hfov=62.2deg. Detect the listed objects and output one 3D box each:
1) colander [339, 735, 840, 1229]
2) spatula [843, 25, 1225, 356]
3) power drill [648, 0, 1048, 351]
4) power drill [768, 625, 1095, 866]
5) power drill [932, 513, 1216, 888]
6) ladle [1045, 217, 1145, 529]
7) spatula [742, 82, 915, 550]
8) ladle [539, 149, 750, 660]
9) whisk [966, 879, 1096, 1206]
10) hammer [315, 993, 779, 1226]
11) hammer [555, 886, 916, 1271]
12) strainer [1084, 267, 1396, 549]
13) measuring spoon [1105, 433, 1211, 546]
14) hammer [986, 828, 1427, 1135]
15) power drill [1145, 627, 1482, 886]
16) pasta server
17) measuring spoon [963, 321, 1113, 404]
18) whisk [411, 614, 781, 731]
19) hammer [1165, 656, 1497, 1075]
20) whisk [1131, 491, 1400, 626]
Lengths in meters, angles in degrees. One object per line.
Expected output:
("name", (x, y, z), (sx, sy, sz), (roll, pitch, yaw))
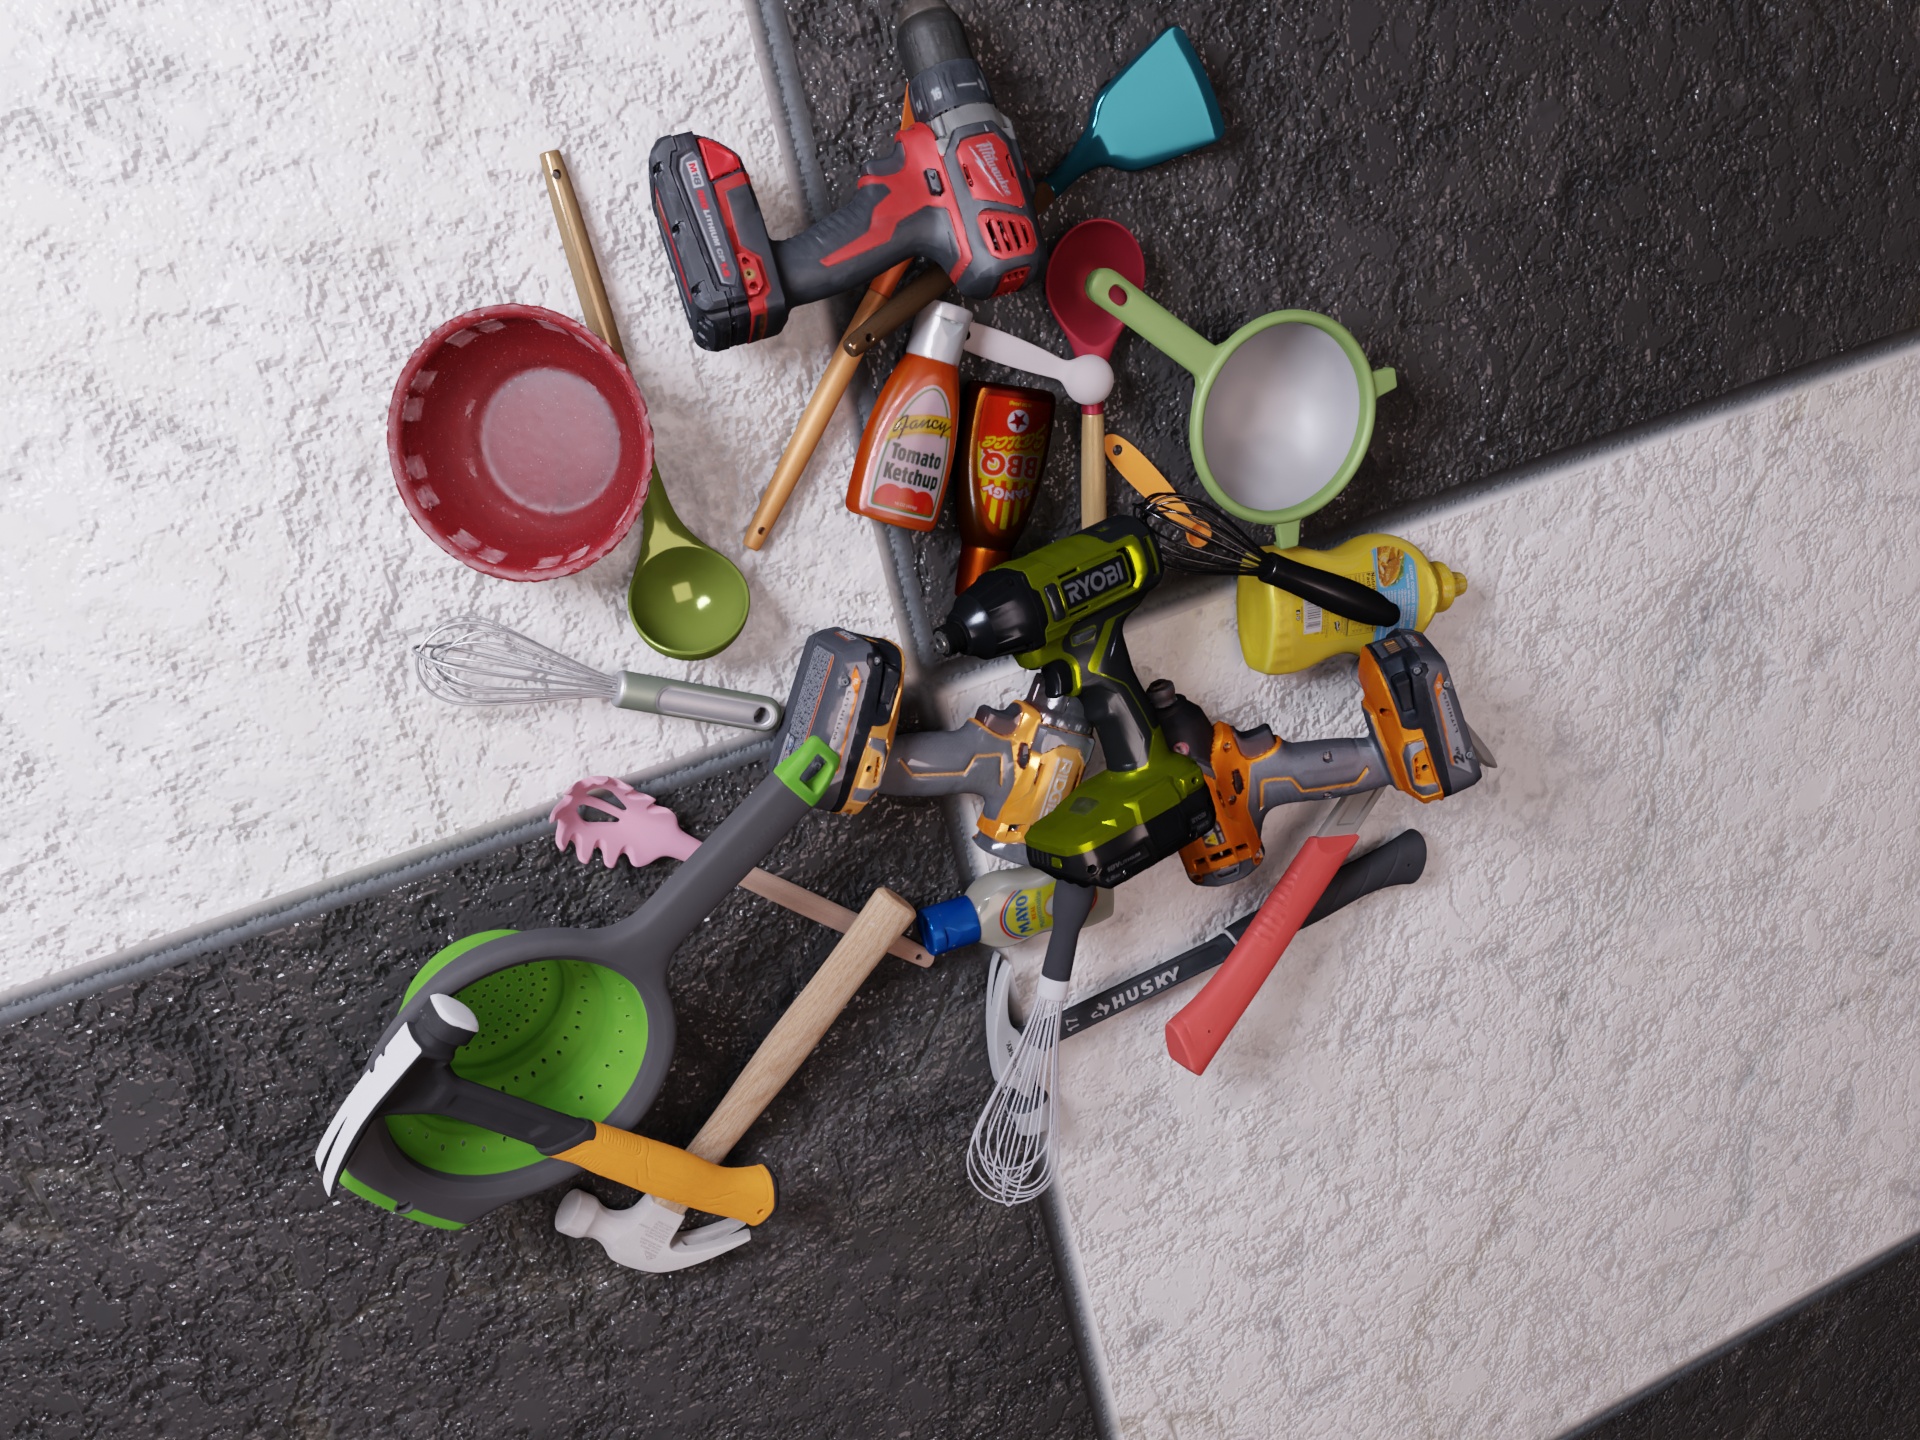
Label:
("colander", (-0.238, 0.145, 1.031), (0.397, 0.095, 0.204), (-46, 134, -3))
("spatula", (0.044, -0.334, 1.040), (0.317, 0.044, 0.082), (-43, 121, -18))
("power drill", (-0.072, -0.332, 0.967), (0.226, 0.080, 0.188), (-17, 88, -11))
("power drill", (-0.002, -0.004, 1.113), (0.226, 0.084, 0.185), (15, 98, -30))
("power drill", (0.079, -0.008, 1.078), (0.171, 0.080, 0.223), (-27, 108, -26))
("ladle", (0.096, -0.191, 1.127), (0.069, 0.031, 0.315), (-3, 109, -4))
("spatula", (-0.067, -0.258, 1.044), (0.081, 0.041, 0.322), (25, 98, -26))
("ladle", (-0.204, -0.190, 0.988), (0.078, 0.062, 0.320), (-20, 109, -16))
("whisk", (0.063, 0.227, 1.178), (0.070, 0.070, 0.284), (8, 100, -24))
("hammer", (-0.241, 0.281, 1.024), (0.127, 0.034, 0.336), (-52, 134, 2))
("hammer", (-0.141, 0.260, 1.142), (0.130, 0.031, 0.331), (35, 94, -28))
("strainer", (0.177, -0.243, 1.122), (0.256, 0.069, 0.151), (29, 96, -27))
("measuring spoon", (0.143, -0.169, 1.164), (0.116, 0.011, 0.021), (41, 93, -23))
("hammer", (0.203, 0.181, 1.275), (0.409, 0.036, 0.149), (-23, 111, -16))
("power drill", (0.249, 0.014, 1.173), (0.226, 0.084, 0.164), (-21, 110, 9))
("pasta server", (-0.142, 0.114, 1.110), (0.316, 0.040, 0.060), (29, 99, -28))
("measuring spoon", (0.047, -0.245, 1.080), (0.124, 0.018, 0.034), (17, 109, -11))
("whisk", (-0.229, -0.022, 1.028), (0.246, 0.059, 0.058), (10, 101, -29))
("hammer", (0.282, 0.128, 1.258), (0.149, 0.037, 0.359), (39, 80, -19))
("whisk", (0.222, -0.110, 1.137), (0.238, 0.055, 0.055), (18, 98, -23))
